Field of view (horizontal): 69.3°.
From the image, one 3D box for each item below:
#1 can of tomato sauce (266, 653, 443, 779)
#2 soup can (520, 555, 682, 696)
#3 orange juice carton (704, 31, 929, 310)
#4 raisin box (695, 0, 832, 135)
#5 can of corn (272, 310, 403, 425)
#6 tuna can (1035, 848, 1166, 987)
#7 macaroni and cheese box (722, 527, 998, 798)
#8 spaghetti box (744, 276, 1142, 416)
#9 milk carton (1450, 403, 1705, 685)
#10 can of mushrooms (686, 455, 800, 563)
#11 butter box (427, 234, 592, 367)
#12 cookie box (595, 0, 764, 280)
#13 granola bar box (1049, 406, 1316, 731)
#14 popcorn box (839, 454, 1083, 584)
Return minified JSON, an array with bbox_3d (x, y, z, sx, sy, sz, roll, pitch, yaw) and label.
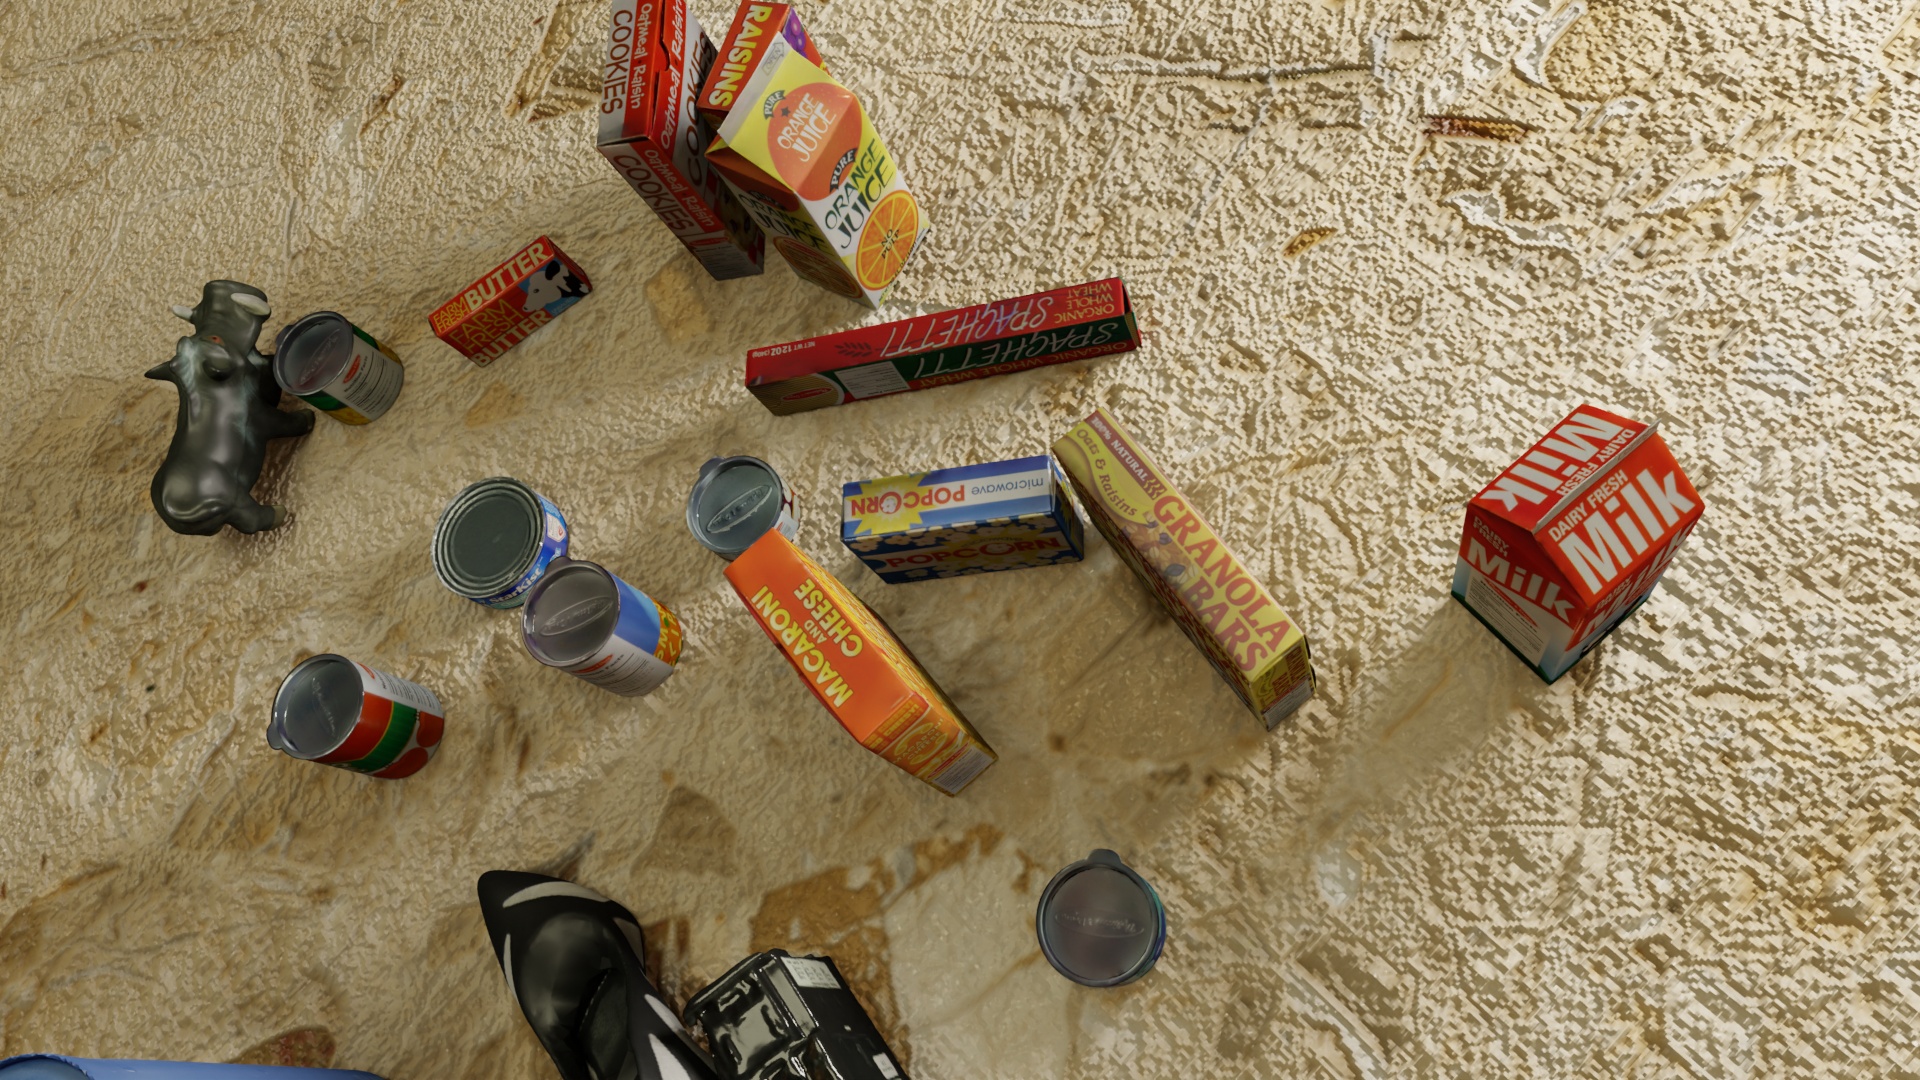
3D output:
[{"bbox_3d":[-0.384,0.116,0.886,0.071,0.083,0.071,-5,70,15],"label":"can of tomato sauce"},{"bbox_3d":[-0.221,0.054,0.860,0.071,0.083,0.071,-5,70,15],"label":"soup can"},{"bbox_3d":[-0.092,-0.227,0.863,0.073,0.192,0.072,26,81,23],"label":"orange juice carton"},{"bbox_3d":[-0.121,-0.288,0.932,0.040,0.123,0.086,15,76,21],"label":"raisin box"},{"bbox_3d":[-0.452,-0.125,1.007,0.071,0.058,0.071,-5,70,15],"label":"can of corn"},{"bbox_3d":[0.076,0.203,0.745,0.071,0.032,0.071,-5,70,15],"label":"tuna can"},{"bbox_3d":[-0.050,0.072,0.757,0.040,0.166,0.124,-42,65,-1],"label":"macaroni and cheese box"},{"bbox_3d":[-0.012,-0.121,0.879,0.250,0.050,0.029,-9,69,13],"label":"spaghetti box"},{"bbox_3d":[0.293,0.001,0.667,0.072,0.190,0.073,-41,65,0],"label":"milk carton"},{"bbox_3d":[-0.139,-0.020,0.890,0.071,0.033,0.071,-5,70,15],"label":"can of mushrooms"},{"bbox_3d":[-0.319,-0.169,0.987,0.103,0.053,0.024,-34,65,3],"label":"butter box"},{"bbox_3d":[-0.177,-0.267,0.917,0.040,0.167,0.123,-6,70,15],"label":"cookie box"},{"bbox_3d":[0.123,0.017,0.749,0.039,0.124,0.166,-38,65,1],"label":"granola bar box"},{"bbox_3d":[0.003,-0.010,0.816,0.126,0.085,0.038,-7,69,14],"label":"popcorn box"}]
